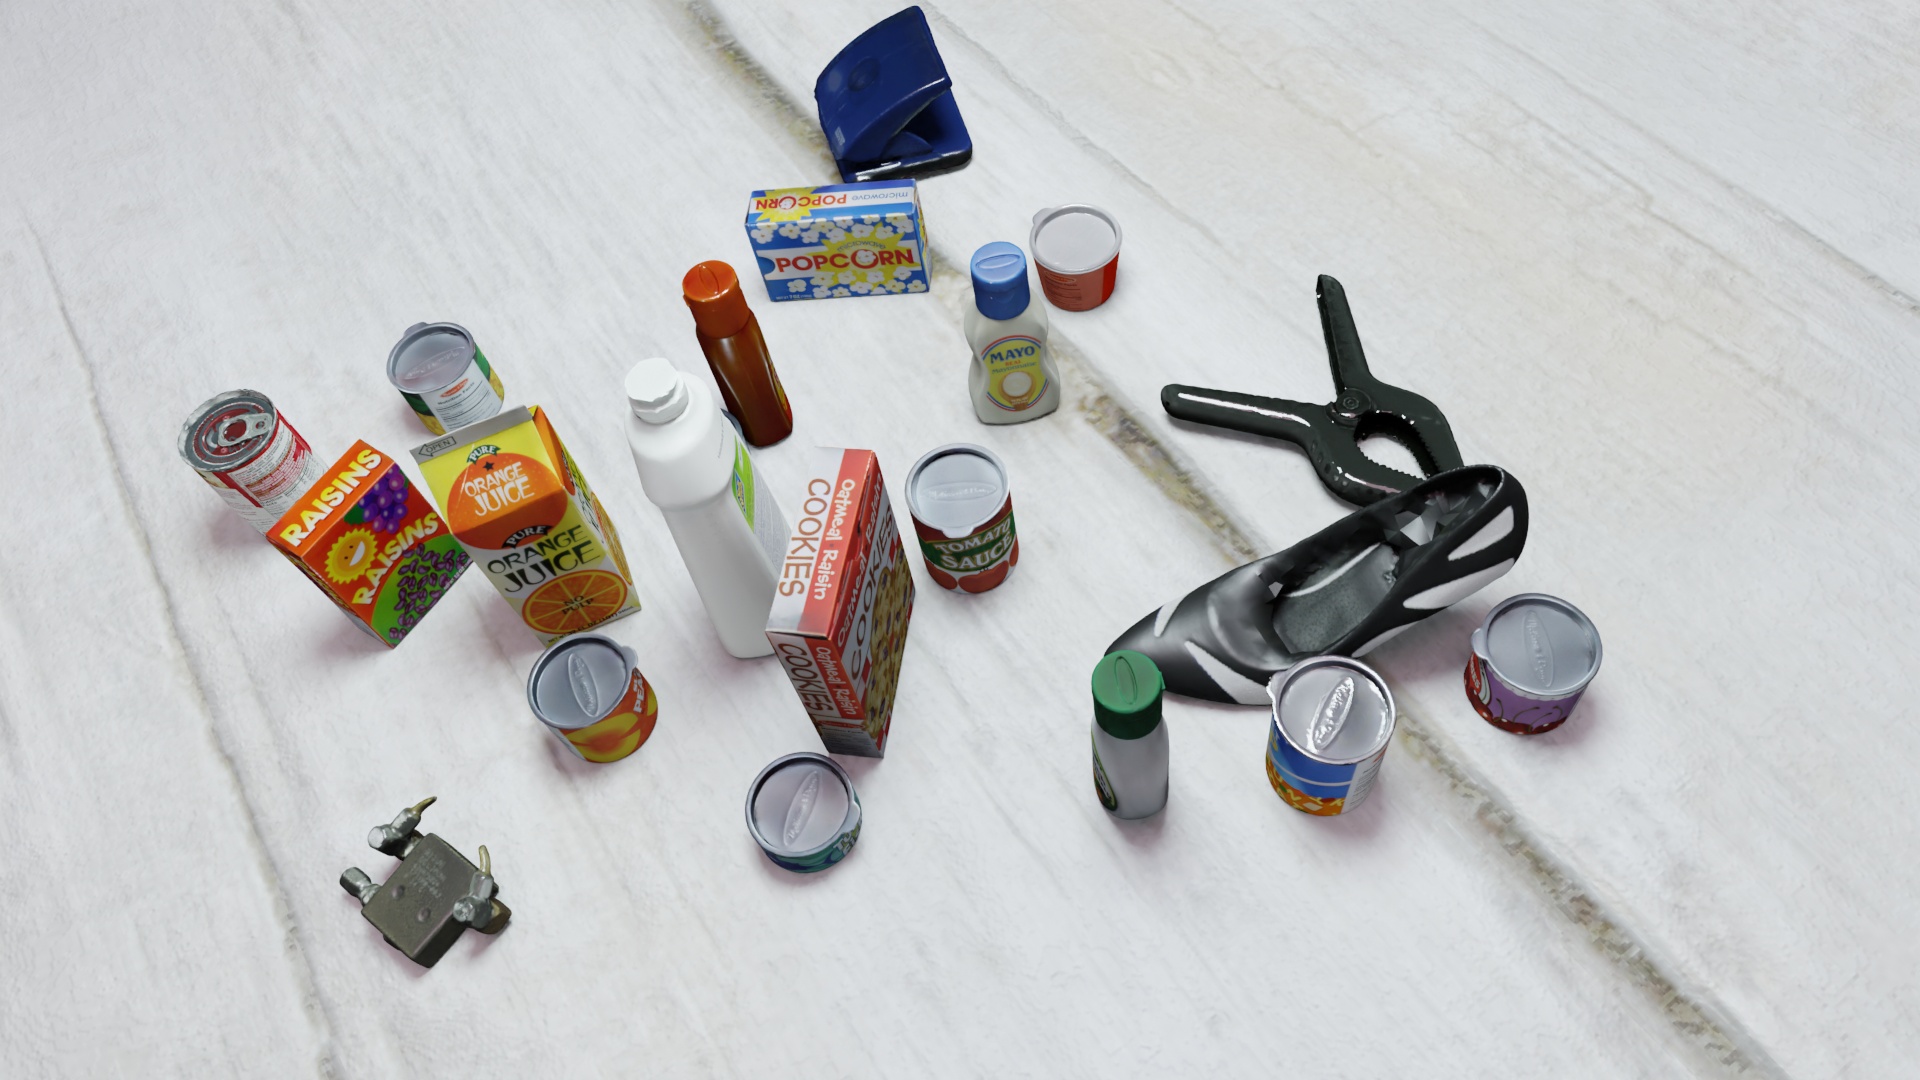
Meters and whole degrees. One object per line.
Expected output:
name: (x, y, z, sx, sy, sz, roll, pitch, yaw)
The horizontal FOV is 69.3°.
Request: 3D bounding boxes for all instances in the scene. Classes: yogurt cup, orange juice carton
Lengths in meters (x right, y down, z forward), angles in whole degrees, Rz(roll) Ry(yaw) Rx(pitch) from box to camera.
yogurt cup: (0.086, -0.207, 1.028, 0.072, 0.053, 0.073, -3, 58, 6)
orange juice carton: (-0.272, -0.016, 0.876, 0.072, 0.191, 0.073, -23, 58, -6)

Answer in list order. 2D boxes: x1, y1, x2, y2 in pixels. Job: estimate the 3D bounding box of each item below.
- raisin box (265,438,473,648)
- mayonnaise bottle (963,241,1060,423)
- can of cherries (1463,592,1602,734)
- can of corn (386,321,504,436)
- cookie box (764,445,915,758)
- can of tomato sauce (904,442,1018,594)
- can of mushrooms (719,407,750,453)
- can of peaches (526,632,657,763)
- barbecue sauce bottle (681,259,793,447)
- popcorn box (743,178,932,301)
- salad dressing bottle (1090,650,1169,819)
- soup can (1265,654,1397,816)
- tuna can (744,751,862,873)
raisin box: (-0.387, 0.004, 0.920, 0.040, 0.122, 0.086, 27, 66, 22)
mayonnaise bottle: (0.032, -0.138, 0.937, 0.065, 0.147, 0.041, -11, 58, 1)
can of cherries: (0.333, 0.073, 0.818, 0.071, 0.058, 0.072, -3, 58, 6)
can of corn: (-0.384, -0.121, 1.036, 0.071, 0.058, 0.071, -3, 58, 6)
cookie box: (-0.065, 0.040, 0.828, 0.040, 0.166, 0.123, 4, 59, 10)
can of tomato sauce: (0.003, -0.011, 0.900, 0.071, 0.082, 0.071, -4, 58, 6)
can of mushrooms: (-0.185, -0.059, 0.984, 0.071, 0.033, 0.071, -3, 58, 6)
can of peaches: (-0.229, 0.099, 0.878, 0.071, 0.057, 0.071, -3, 58, 6)
barbecue sauce bottle: (-0.154, -0.130, 0.957, 0.044, 0.148, 0.065, -25, 59, -7)
popcorn box: (-0.089, -0.224, 1.044, 0.127, 0.085, 0.038, -3, 58, 6)
salad dressing bottle: (0.094, 0.109, 0.775, 0.044, 0.147, 0.064, -11, 58, 1)
soup can: (0.207, 0.112, 0.796, 0.071, 0.083, 0.071, -4, 58, 6)
tuna can: (-0.091, 0.164, 0.834, 0.071, 0.032, 0.071, -3, 58, 6)
